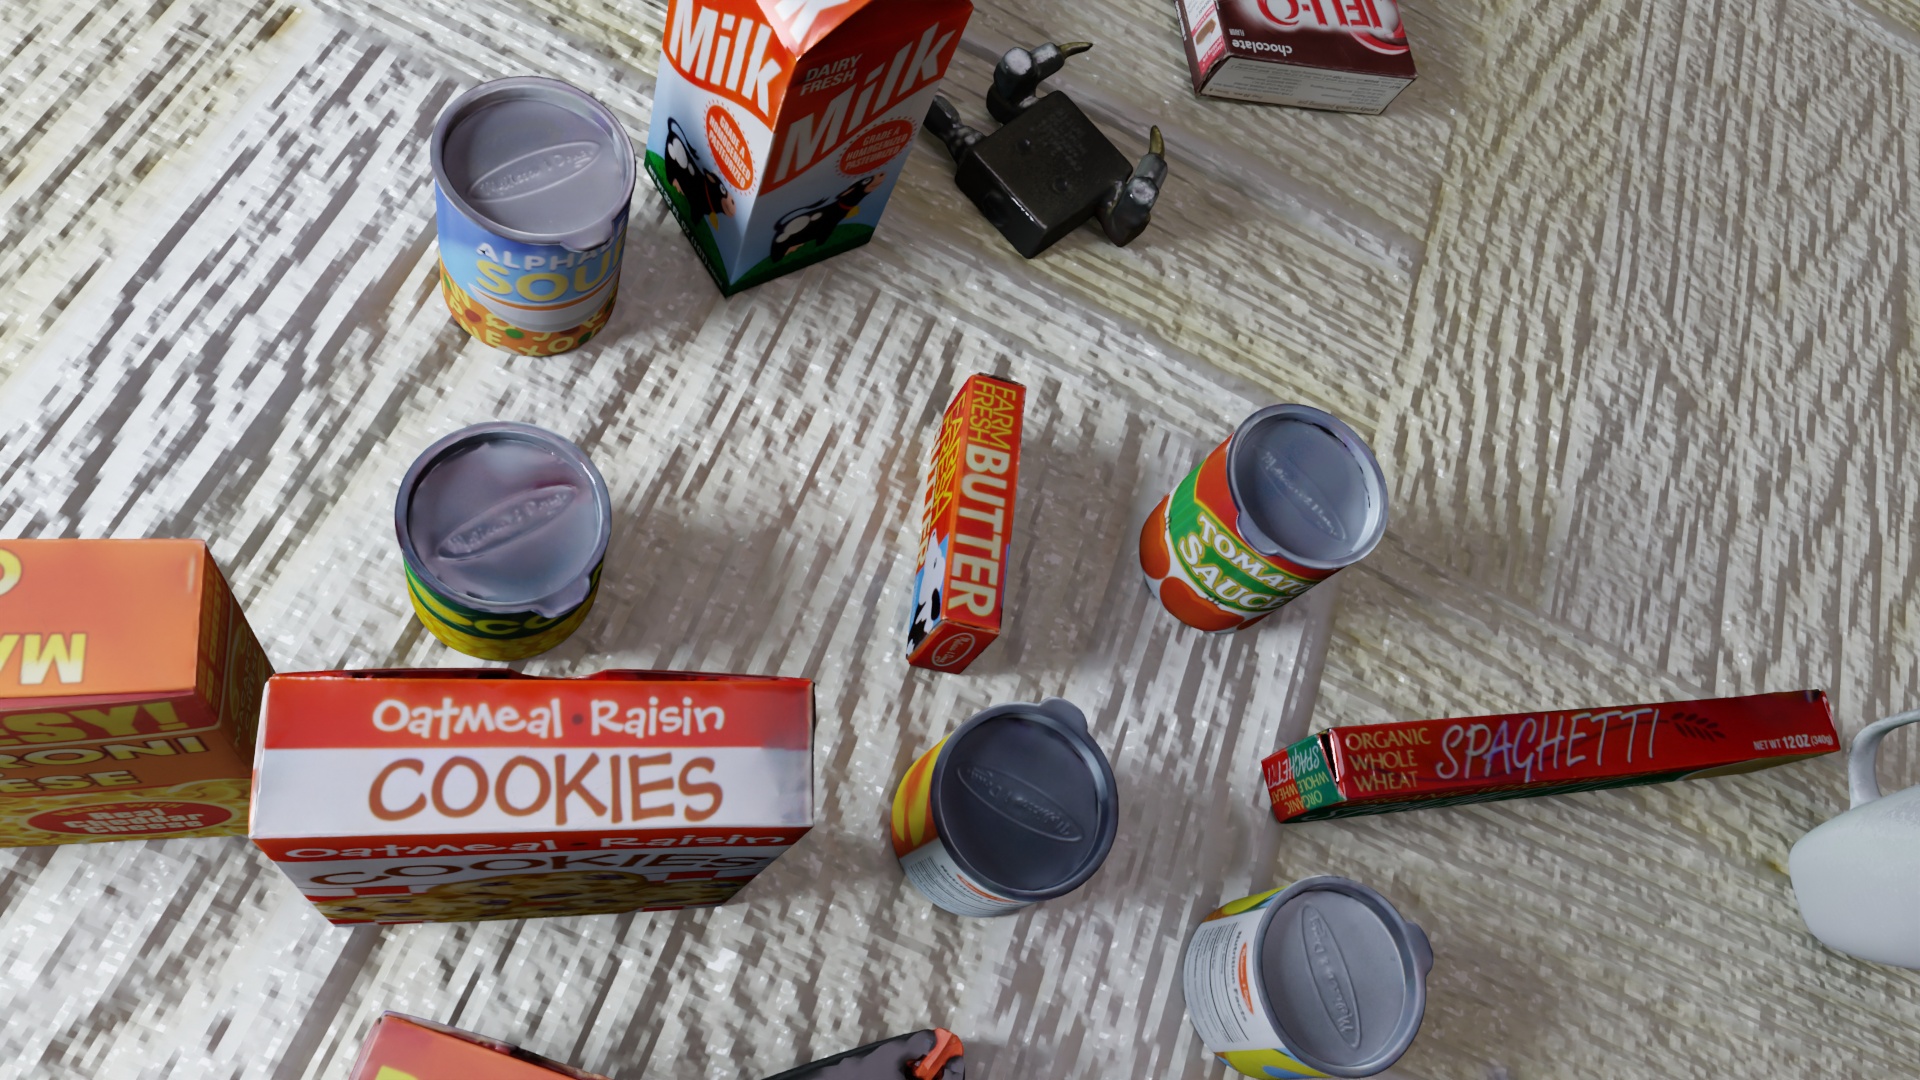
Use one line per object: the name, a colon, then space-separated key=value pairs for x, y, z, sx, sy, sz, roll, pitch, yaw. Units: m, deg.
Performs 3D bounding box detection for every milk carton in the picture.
milk carton: x=-0.057 y=-0.173 z=0.497 sx=0.074 sy=0.189 sz=0.072 roll=-28 pitch=79 yaw=-26

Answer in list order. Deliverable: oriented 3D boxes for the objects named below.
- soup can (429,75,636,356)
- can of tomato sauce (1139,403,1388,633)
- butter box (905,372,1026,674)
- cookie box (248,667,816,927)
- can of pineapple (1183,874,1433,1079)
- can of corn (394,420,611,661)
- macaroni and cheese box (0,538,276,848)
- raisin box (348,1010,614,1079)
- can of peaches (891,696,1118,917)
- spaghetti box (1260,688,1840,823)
soup can: x=-0.153 y=-0.111 z=0.500 sx=0.071 sy=0.083 sz=0.071 roll=7 pitch=67 yaw=-16
can of tomato sauce: x=0.115 y=-0.005 z=0.544 sx=0.071 sy=0.082 sz=0.071 roll=7 pitch=67 yaw=-16
butter box: x=0.002 y=-0.007 z=0.525 sx=0.024 sy=0.053 sz=0.104 roll=13 pitch=65 yaw=-13
cookie box: x=-0.117 y=0.076 z=0.387 sx=0.123 sy=0.166 sz=0.040 roll=2 pitch=68 yaw=-18
can of pineapple: x=0.122 y=0.157 z=0.494 sx=0.071 sy=0.057 sz=0.071 roll=7 pitch=67 yaw=-16
can of corn: x=-0.152 y=0.004 z=0.467 sx=0.071 sy=0.058 sz=0.071 roll=7 pitch=67 yaw=-16
macaroni and cheese box: x=-0.247 y=0.047 z=0.357 sx=0.124 sy=0.165 sz=0.040 roll=0 pitch=69 yaw=-18
raisin box: x=-0.119 y=0.162 z=0.376 sx=0.086 sy=0.123 sz=0.040 roll=23 pitch=64 yaw=-8
can of peaches: x=0.015 y=0.093 z=0.485 sx=0.071 sy=0.057 sz=0.071 roll=7 pitch=67 yaw=-16
spaghetti box: x=0.244 y=0.087 z=0.568 sx=0.250 sy=0.050 sz=0.029 roll=-2 pitch=69 yaw=-19
